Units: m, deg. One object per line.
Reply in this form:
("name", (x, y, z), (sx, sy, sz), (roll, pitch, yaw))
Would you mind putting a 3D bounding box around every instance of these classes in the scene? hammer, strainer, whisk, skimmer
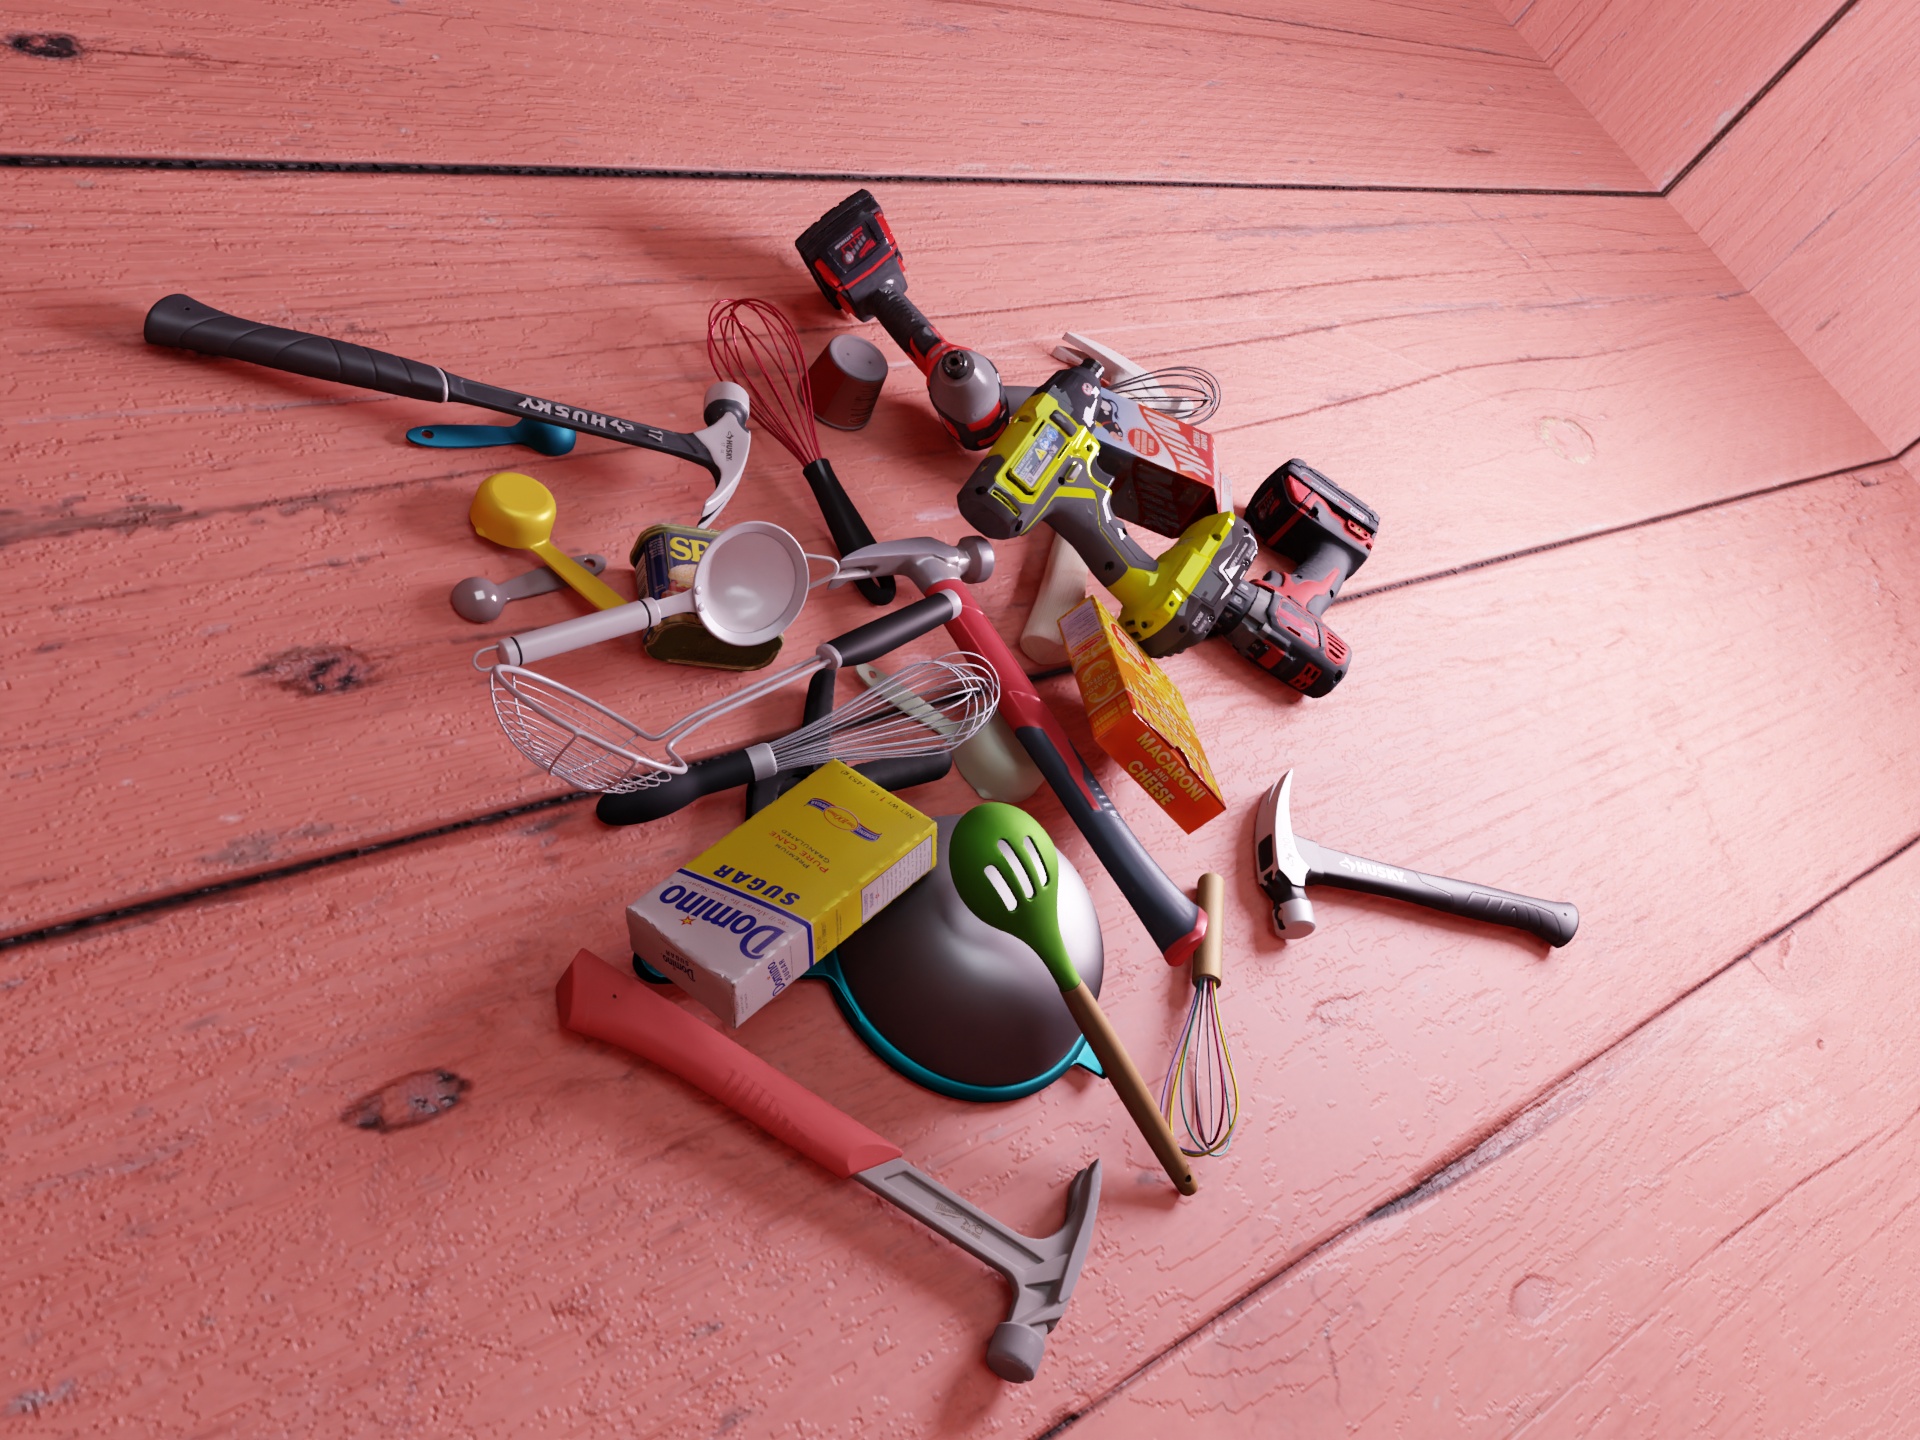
("hammer", (-0.079, 0.240, 0.954), (0.359, 0.036, 0.149), (34, 45, -6))
("strainer", (-0.199, -0.075, 1.044), (0.258, 0.086, 0.050), (-21, 28, -34))
("hammer", (0.389, 0.137, 1.336), (0.334, 0.035, 0.146), (14, 51, -24))
("whisk", (-0.102, 0.019, 1.054), (0.284, 0.070, 0.070), (-18, 66, -17))
("whisk", (0.180, 0.206, 1.144), (0.051, 0.047, 0.245), (25, 43, -13))
("whisk", (0.114, -0.290, 1.427), (0.239, 0.055, 0.055), (-1, 53, -1))
("skimmer", (-0.131, -0.045, 1.034), (0.127, 0.090, 0.363), (31, 42, 34))
("strainer", (-0.035, 0.134, 1.022), (0.340, 0.095, 0.211), (4, 55, -32))
("whisk", (-0.123, -0.219, 1.270), (0.073, 0.073, 0.296), (-17, 73, -40))
("hammer", (0.108, -0.202, 1.418), (0.146, 0.038, 0.411), (29, 46, -8))
("hammer", (-0.348, -0.227, 1.118), (0.408, 0.036, 0.149), (11, 46, -18))
("hammer", (0.048, 0.015, 1.148), (0.143, 0.038, 0.387), (-12, 57, -37))

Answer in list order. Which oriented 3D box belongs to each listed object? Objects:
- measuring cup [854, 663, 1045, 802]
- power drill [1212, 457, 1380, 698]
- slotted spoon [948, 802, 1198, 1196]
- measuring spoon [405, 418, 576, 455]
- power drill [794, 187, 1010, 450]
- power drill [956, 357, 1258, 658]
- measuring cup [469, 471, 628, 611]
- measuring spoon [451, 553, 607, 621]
("measuring cup", (-0.002, -0.004, 1.189), (0.167, 0.038, 0.083), (33, 45, -10))
("power drill", (0.286, -0.142, 1.461), (0.188, 0.080, 0.227), (33, 48, -6))
("slotted spoon", (0.083, 0.186, 1.010), (0.070, 0.031, 0.313), (-37, 112, -21))
("measuring spoon", (-0.335, -0.212, 1.148), (0.128, 0.021, 0.042), (-11, 63, -40))
("power drill", (-0.042, -0.337, 1.357), (0.220, 0.078, 0.143), (53, 2, 13))
("power drill", (0.126, -0.171, 1.288), (0.223, 0.080, 0.171), (40, 70, -15))
("measuring cup", (-0.272, -0.118, 1.095), (0.156, 0.029, 0.062), (39, 38, 13))
("measuring spoon", (-0.292, -0.098, 1.091), (0.124, 0.018, 0.034), (-27, 73, -44))
